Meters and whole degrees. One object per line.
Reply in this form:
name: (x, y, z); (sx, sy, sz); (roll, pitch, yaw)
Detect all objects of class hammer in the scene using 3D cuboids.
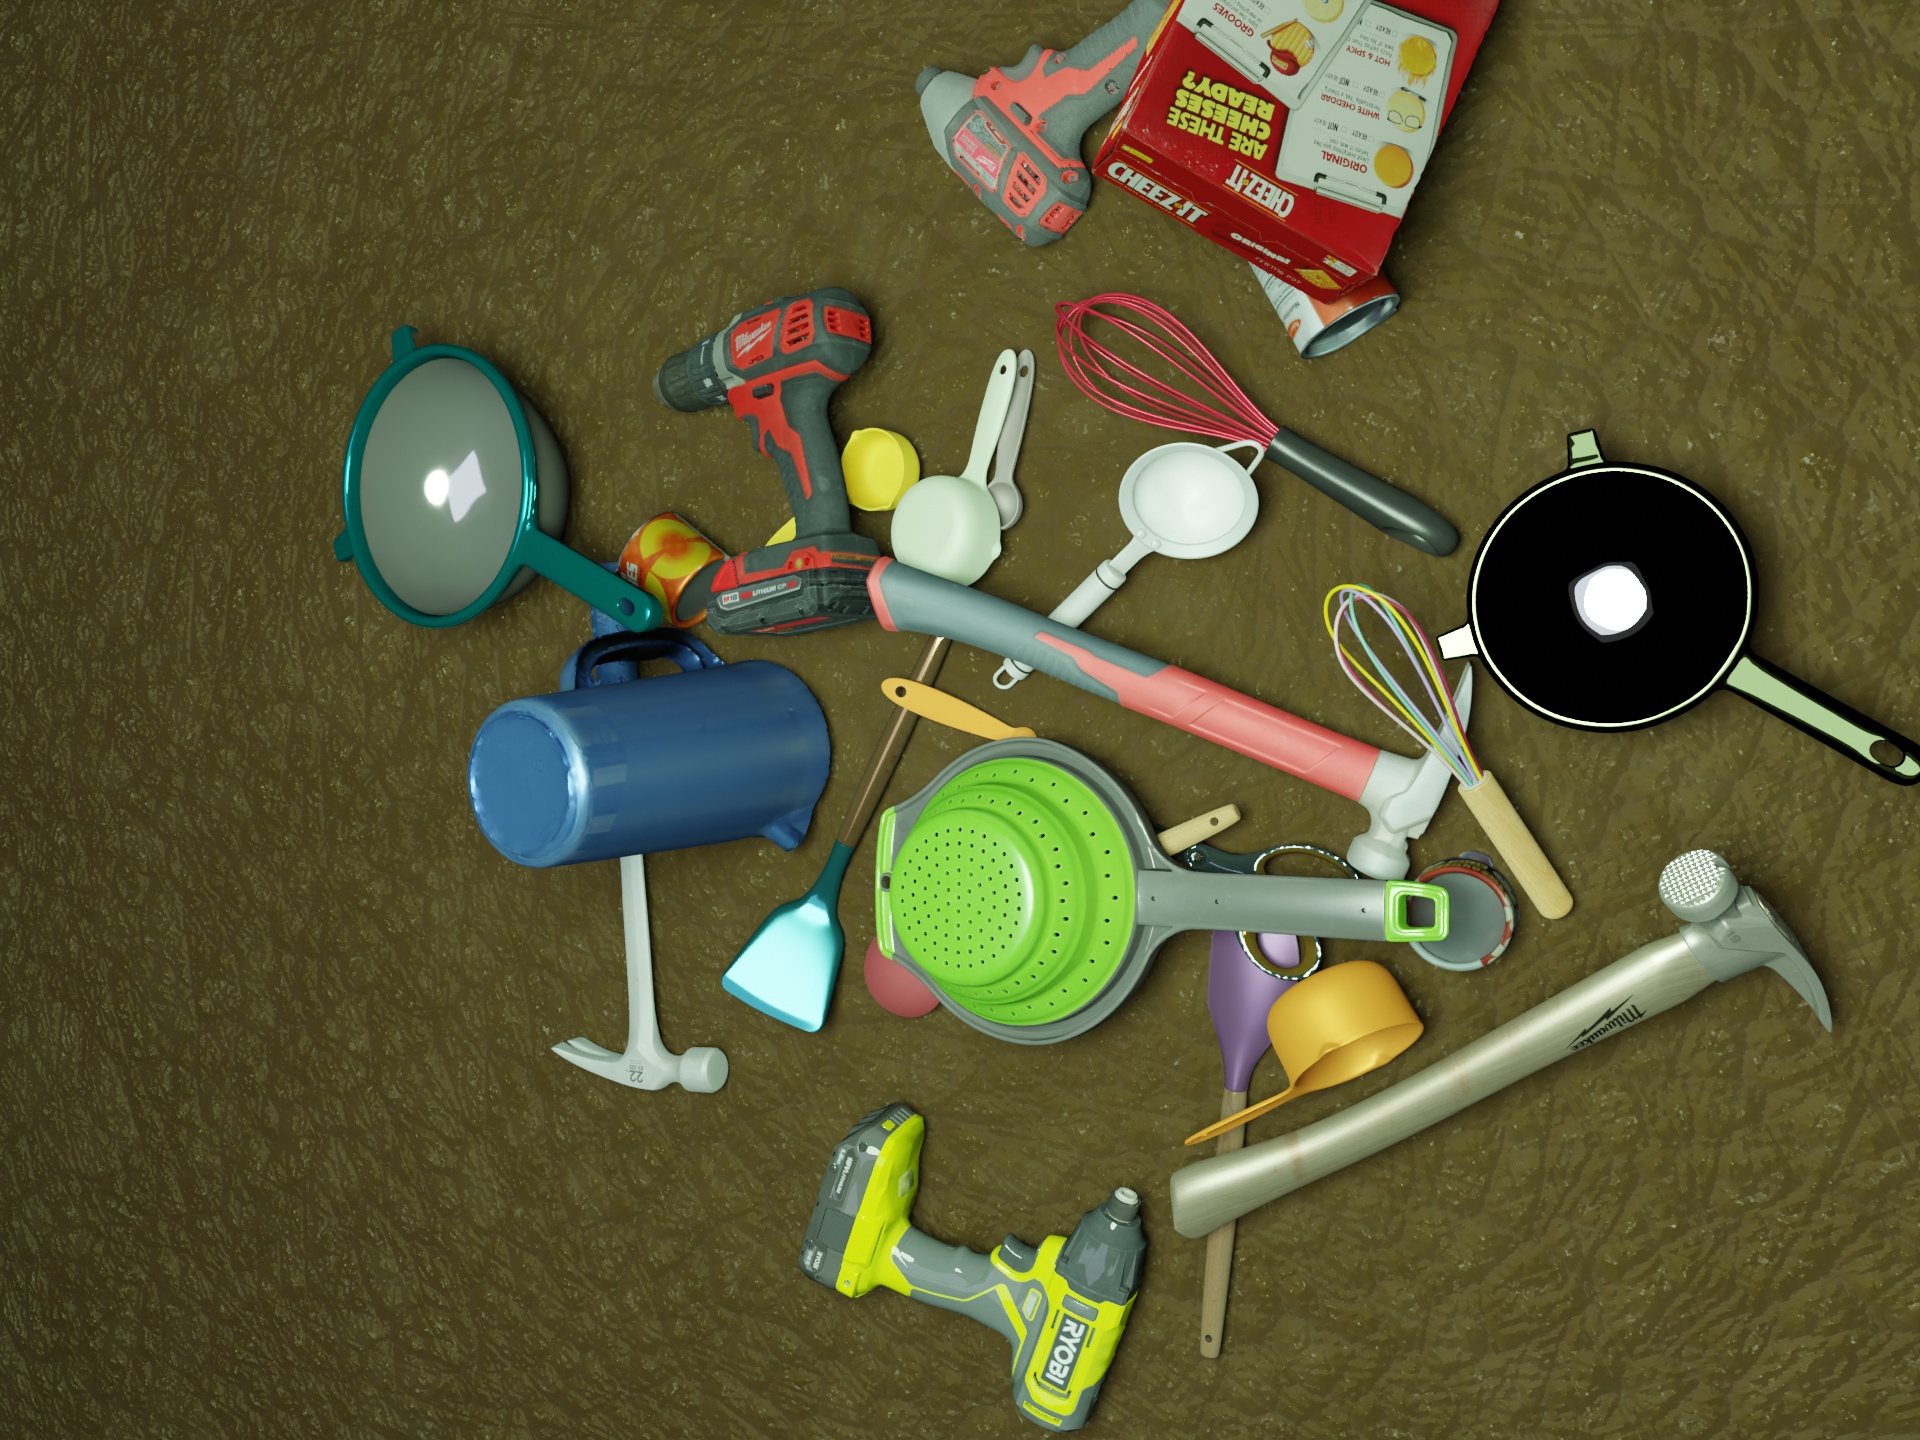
hammer: (-0.261, 0.082, 1.225); (0.144, 0.035, 0.405); (-2, 93, 24)
hammer: (0.300, 0.222, 0.951); (0.410, 0.038, 0.146); (-36, 119, 27)
hammer: (0.123, -0.037, 1.009); (0.386, 0.038, 0.143); (23, 102, 12)

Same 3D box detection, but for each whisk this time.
whisk: (0.288, 0.018, 0.935); (0.047, 0.051, 0.245); (-30, 103, 29)
whisk: (0.179, -0.184, 0.993); (0.296, 0.073, 0.073); (34, 107, 13)

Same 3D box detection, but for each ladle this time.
ladle: (0.052, 0.126, 1.081); (0.315, 0.031, 0.069); (-29, 79, 26)

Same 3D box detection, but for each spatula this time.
spatula: (-0.072, 0.068, 1.134); (0.082, 0.044, 0.317); (26, 103, 5)
spatula: (0.181, 0.268, 1.048); (0.060, 0.018, 0.316); (8, 96, 25)

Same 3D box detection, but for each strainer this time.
strainer: (0.412, -0.041, 0.892); (0.256, 0.069, 0.151); (34, 105, 18)
strainer: (0.102, -0.102, 1.033); (0.086, 0.050, 0.258); (35, 123, -17)
strainer: (-0.321, -0.147, 1.191); (0.341, 0.095, 0.211); (30, 107, 27)

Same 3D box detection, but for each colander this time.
colander: (0.093, 0.111, 0.985); (0.397, 0.094, 0.204); (0, 88, 30)

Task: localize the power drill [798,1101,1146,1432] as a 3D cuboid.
power drill: (0.013, 0.365, 1.103); (0.223, 0.080, 0.171); (22, 103, 18)

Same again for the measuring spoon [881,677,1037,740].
measuring spoon: (-0.002, -0.004, 1.100); (0.117, 0.011, 0.021); (22, 98, 8)

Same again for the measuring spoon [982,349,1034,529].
measuring spoon: (0.038, -0.190, 1.083); (0.034, 0.018, 0.124); (11, 92, 39)

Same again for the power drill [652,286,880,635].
power drill: (-0.138, -0.175, 1.112); (0.188, 0.080, 0.227); (-8, 86, 38)

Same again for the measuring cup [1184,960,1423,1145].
measuring cup: (0.202, 0.208, 0.996); (0.173, 0.095, 0.052); (-36, 58, 24)

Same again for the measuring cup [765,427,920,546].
measuring cup: (-0.088, -0.152, 1.140); (0.156, 0.029, 0.062); (-34, 74, 35)

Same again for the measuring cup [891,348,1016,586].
measuring cup: (0.000, -0.171, 1.073); (0.083, 0.038, 0.167); (28, 107, 37)

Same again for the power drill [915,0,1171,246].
power drill: (0.072, -0.431, 1.016); (0.143, 0.078, 0.219); (49, 114, 13)
